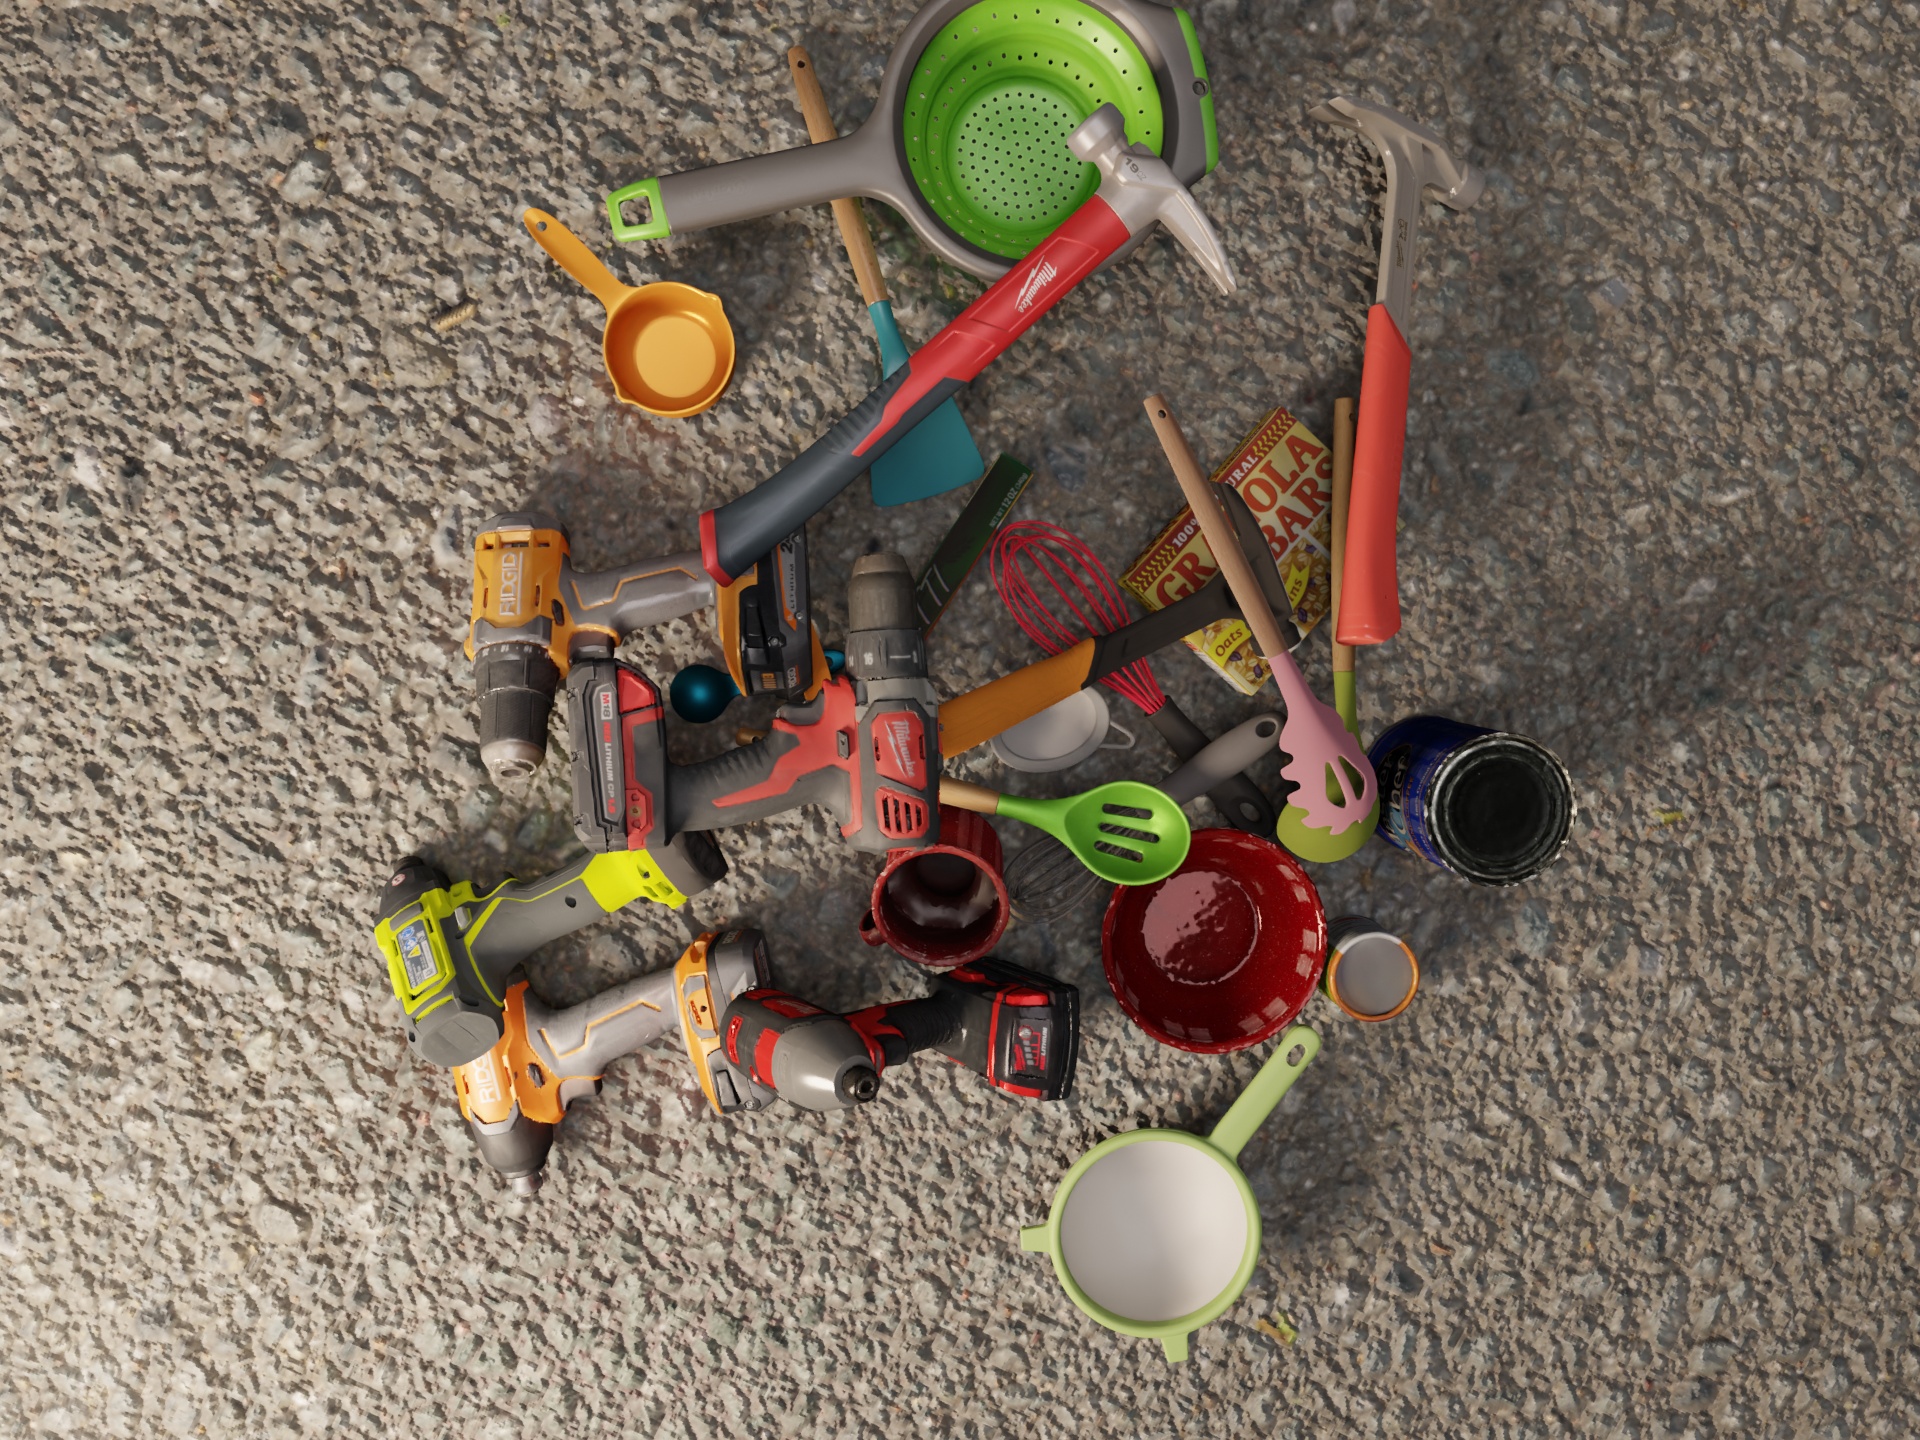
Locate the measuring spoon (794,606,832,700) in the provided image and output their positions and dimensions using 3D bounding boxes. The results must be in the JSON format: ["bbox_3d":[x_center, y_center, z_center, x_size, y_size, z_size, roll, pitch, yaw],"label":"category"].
[{"bbox_3d":[-0.102,-0.040,1.102,0.021,0.011,0.117,-17,66,1],"label":"measuring spoon"}]

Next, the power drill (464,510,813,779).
[{"bbox_3d":[-0.213,-0.053,1.055,0.226,0.084,0.185,-3,64,-3],"label":"power drill"}]

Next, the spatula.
[{"bbox_3d":[-0.067,-0.310,1.104,0.082,0.044,0.317,-18,91,-2],"label":"spatula"}]

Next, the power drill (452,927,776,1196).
[{"bbox_3d":[-0.238,0.237,1.107,0.226,0.084,0.164,-10,95,1],"label":"power drill"}]

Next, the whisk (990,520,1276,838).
[{"bbox_3d":[0.127,-0.024,1.123,0.073,0.073,0.295,-42,102,0],"label":"whisk"}]

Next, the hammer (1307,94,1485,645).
[{"bbox_3d":[0.279,-0.229,1.066,0.149,0.037,0.359,12,82,-32],"label":"hammer"}]

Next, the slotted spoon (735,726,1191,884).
[{"bbox_3d":[0.001,0.047,1.078,0.314,0.031,0.070,14,88,1],"label":"slotted spoon"}]

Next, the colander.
[{"bbox_3d":[-0.034,-0.370,1.062,0.397,0.094,0.204,-13,97,-3],"label":"colander"}]

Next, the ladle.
[{"bbox_3d":[0.256,-0.061,1.101,0.078,0.062,0.320,-2,92,-34],"label":"ladle"}]

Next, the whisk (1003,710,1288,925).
[{"bbox_3d":[0.129,0.067,1.112,0.239,0.055,0.055,-36,96,11],"label":"whisk"}]

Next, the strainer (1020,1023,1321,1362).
[{"bbox_3d":[0.168,0.317,1.144,0.151,0.069,0.256,38,90,-4],"label":"strainer"}]

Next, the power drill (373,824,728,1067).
[{"bbox_3d":[-0.283,0.105,1.064,0.223,0.171,0.080,-33,137,-4],"label":"power drill"}]

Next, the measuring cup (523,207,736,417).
[{"bbox_3d":[-0.226,-0.279,1.081,0.173,0.052,0.095,44,91,-4],"label":"measuring cup"}]

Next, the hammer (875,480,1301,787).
[{"bbox_3d":[0.061,-0.035,1.057,0.337,0.034,0.127,-27,107,-8],"label":"hammer"}]

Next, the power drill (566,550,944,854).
[{"bbox_3d":[-0.123,-0.007,0.978,0.226,0.080,0.188,-3,88,-11],"label":"power drill"}]

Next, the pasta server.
[{"bbox_3d":[0.193,-0.068,1.040,0.060,0.040,0.316,-27,94,-5],"label":"pasta server"}]

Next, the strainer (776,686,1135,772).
[{"bbox_3d":[-0.002,-0.003,1.094,0.258,0.050,0.086,2,130,-23],"label":"strainer"}]

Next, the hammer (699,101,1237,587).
[{"bbox_3d":[-0.005,-0.210,1.014,0.386,0.038,0.143,-42,99,0],"label":"hammer"}]

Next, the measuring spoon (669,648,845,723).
[{"bbox_3d":[-0.142,-0.029,1.119,0.128,0.021,0.042,-14,95,-1],"label":"measuring spoon"}]

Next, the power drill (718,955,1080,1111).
[{"bbox_3d":[-0.033,0.212,1.048,0.219,0.143,0.078,1,95,-36],"label":"power drill"}]
